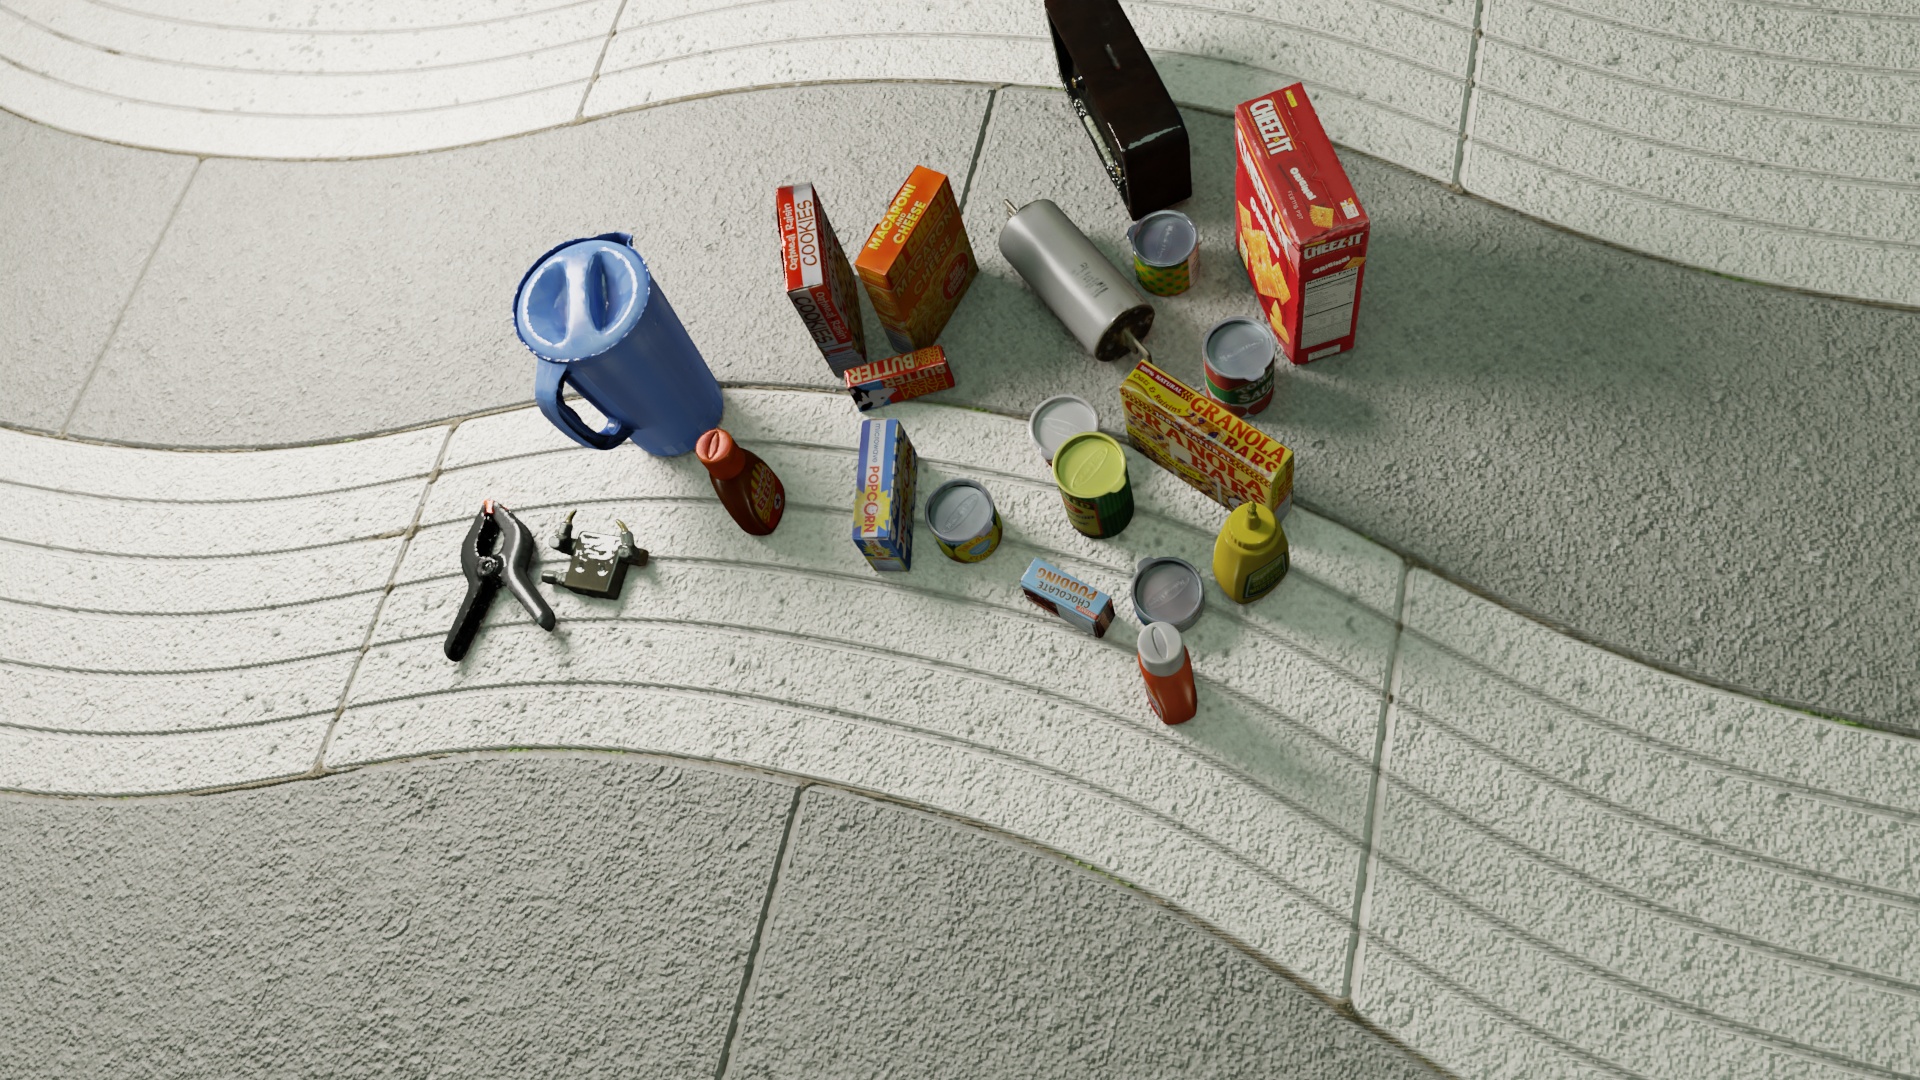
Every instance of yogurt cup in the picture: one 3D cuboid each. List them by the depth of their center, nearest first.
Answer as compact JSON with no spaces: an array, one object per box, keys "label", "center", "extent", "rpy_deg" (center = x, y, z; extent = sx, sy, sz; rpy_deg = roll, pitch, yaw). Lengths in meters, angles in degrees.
[{"label":"yogurt cup","center":[0.103,-0.100,1.338],"extent":[0.072,0.053,0.072],"rpy_deg":[-4,67,10]}]

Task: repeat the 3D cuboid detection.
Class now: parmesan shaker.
[{"label":"parmesan shaker","center":[0.126,-0.047,1.283],"extent":[0.071,0.102,0.071],"rpy_deg":[-4,67,10]}]

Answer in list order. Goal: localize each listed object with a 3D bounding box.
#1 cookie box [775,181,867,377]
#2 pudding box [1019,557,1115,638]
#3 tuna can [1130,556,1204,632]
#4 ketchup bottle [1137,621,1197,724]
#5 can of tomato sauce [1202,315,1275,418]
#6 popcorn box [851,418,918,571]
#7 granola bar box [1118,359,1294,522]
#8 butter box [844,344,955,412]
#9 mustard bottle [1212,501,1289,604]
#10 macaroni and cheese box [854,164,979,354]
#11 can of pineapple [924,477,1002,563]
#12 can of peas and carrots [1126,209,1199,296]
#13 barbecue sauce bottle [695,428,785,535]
[{"label":"cookie box","center":[-0.139,-0.259,1.394],"extent":[0.040,0.167,0.123],"rpy_deg":[-12,66,7]},{"label":"pudding box","center":[0.098,0.053,1.276],"extent":[0.084,0.049,0.030],"rpy_deg":[28,76,21]},{"label":"tuna can","center":[0.188,0.049,1.268],"extent":[0.071,0.032,0.071],"rpy_deg":[-4,67,10]},{"label":"ketchup bottle","center":[0.175,0.109,1.181],"extent":[0.043,0.148,0.065],"rpy_deg":[-19,65,4]},{"label":"can of tomato sauce","center":[0.265,-0.161,1.314],"extent":[0.071,0.083,0.071],"rpy_deg":[-4,67,10]},{"label":"popcorn box","center":[-0.071,-0.043,1.333],"extent":[0.038,0.085,0.127],"rpy_deg":[-2,67,11]},{"label":"granola bar box","center":[0.226,-0.084,1.267],"extent":[0.166,0.124,0.039],"rpy_deg":[36,79,23]},{"label":"butter box","center":[-0.061,-0.163,1.399],"extent":[0.103,0.053,0.024],"rpy_deg":[-15,66,6]},{"label":"mustard bottle","center":[0.252,0.005,1.203],"extent":[0.065,0.159,0.049],"rpy_deg":[-34,65,-3]},{"label":"macaroni and cheese box","center":[-0.041,-0.272,1.379],"extent":[0.040,0.166,0.124],"rpy_deg":[24,75,20]},{"label":"can of pineapple","center":[0.005,-0.017,1.321],"extent":[0.071,0.057,0.071],"rpy_deg":[-4,67,10]},{"label":"can of peas and carrots","center":[0.204,-0.288,1.394],"extent":[0.071,0.058,0.071],"rpy_deg":[-4,67,10]},{"label":"barbecue sauce bottle","center":[-0.212,-0.059,1.334],"extent":[0.044,0.148,0.065],"rpy_deg":[4,69,14]}]
